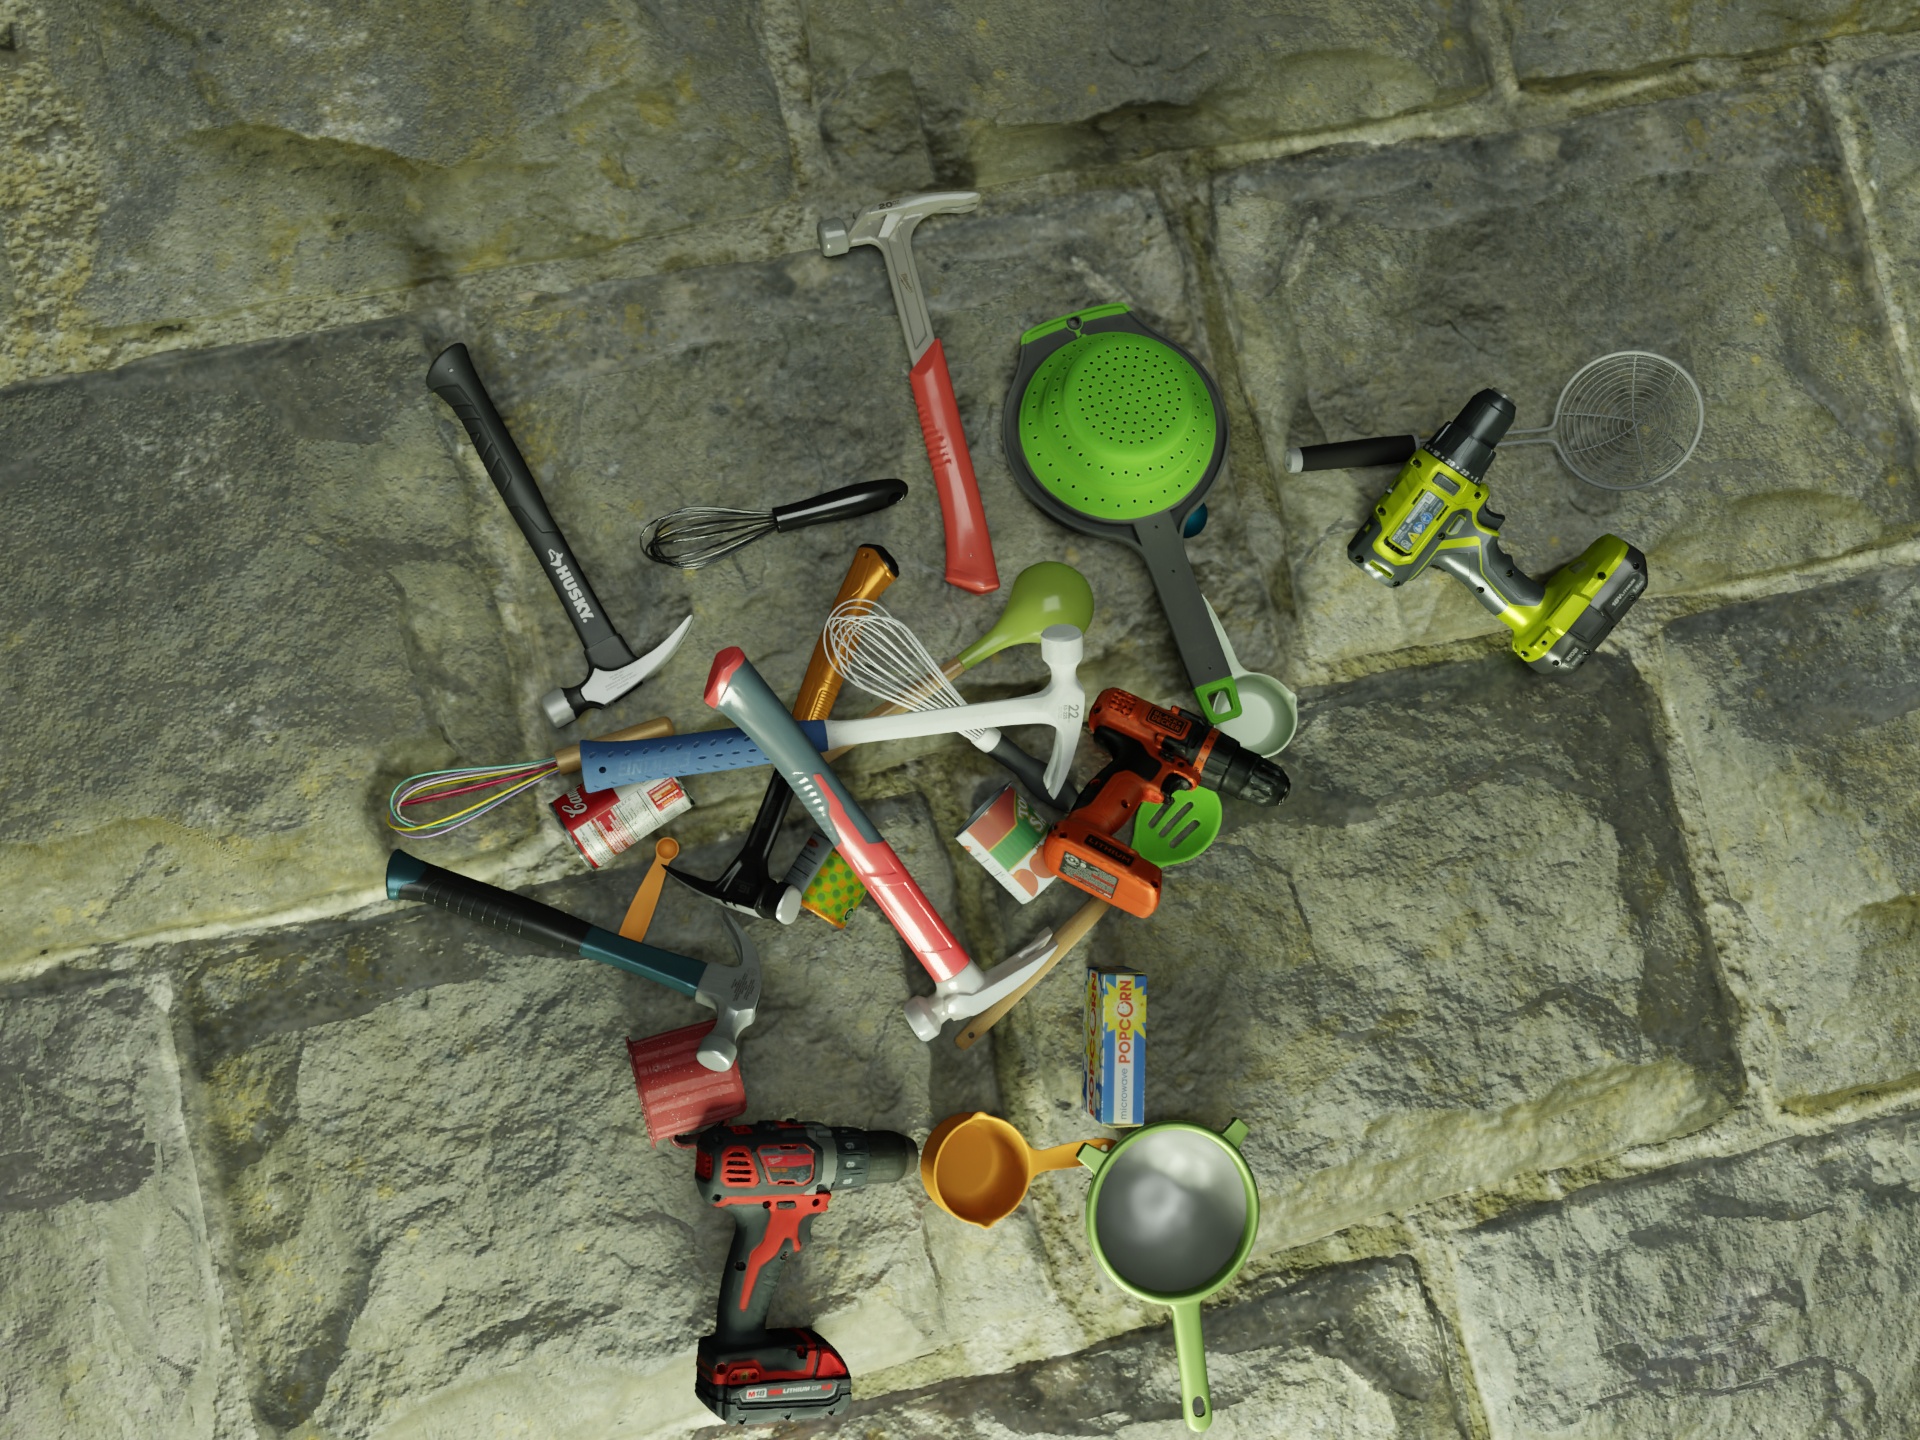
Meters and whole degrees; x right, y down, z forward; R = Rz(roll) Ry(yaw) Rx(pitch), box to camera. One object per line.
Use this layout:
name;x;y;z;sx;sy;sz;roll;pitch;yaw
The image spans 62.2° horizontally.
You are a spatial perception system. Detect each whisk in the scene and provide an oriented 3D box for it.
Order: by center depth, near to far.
whisk;-0.361;0.040;1.335;0.245;0.047;0.051;-19;99;-13
whisk;-0.003;-0.003;1.345;0.284;0.070;0.070;38;81;-22
whisk;-0.159;-0.176;1.377;0.239;0.055;0.055;-15;87;-12

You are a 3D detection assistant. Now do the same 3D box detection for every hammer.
hammer;-0.069;0.089;1.275;0.143;0.038;0.386;-33;116;1
hammer;-0.097;0.016;1.279;0.405;0.035;0.144;-7;114;-10
hammer;-0.318;0.176;1.300;0.331;0.033;0.128;19;48;4
hammer;-0.137;0.000;1.353;0.127;0.034;0.337;14;74;28
hammer;-0.357;-0.171;1.358;0.146;0.035;0.335;-28;88;-8
hammer;-0.014;-0.289;1.410;0.149;0.036;0.359;-14;86;-8

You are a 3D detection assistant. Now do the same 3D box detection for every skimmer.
skimmer;0.480;-0.258;1.439;0.363;0.090;0.127;-7;93;-7

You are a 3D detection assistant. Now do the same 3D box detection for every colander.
colander;0.167;-0.191;1.373;0.204;0.094;0.397;-19;81;-5

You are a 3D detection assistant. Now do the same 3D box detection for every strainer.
strainer;0.178;0.462;1.345;0.151;0.069;0.256;-7;88;-12

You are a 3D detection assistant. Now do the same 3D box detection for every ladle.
ladle;-0.021;-0.034;1.388;0.320;0.062;0.078;-34;87;-2

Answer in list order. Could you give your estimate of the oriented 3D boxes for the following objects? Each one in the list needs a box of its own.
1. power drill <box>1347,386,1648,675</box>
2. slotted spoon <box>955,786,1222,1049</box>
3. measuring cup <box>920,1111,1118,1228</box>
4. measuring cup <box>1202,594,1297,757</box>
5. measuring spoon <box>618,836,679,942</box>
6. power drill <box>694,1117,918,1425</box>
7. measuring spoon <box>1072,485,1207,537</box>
power drill;0.487;-0.164;1.412;0.228;0.080;0.190;34;108;-4
slotted spoon;0.109;0.170;1.385;0.314;0.031;0.070;-45;91;-7
measuring cup;0.048;0.371;1.350;0.173;0.052;0.095;-3;85;-24
measuring cup;0.237;-0.042;1.418;0.083;0.038;0.168;-25;83;-7
measuring spoon;-0.267;0.154;1.351;0.021;0.011;0.117;22;86;-2
power drill;-0.127;0.440;1.297;0.187;0.080;0.227;5;83;-25
measuring spoon;0.163;-0.198;1.428;0.128;0.021;0.042;14;83;-7
